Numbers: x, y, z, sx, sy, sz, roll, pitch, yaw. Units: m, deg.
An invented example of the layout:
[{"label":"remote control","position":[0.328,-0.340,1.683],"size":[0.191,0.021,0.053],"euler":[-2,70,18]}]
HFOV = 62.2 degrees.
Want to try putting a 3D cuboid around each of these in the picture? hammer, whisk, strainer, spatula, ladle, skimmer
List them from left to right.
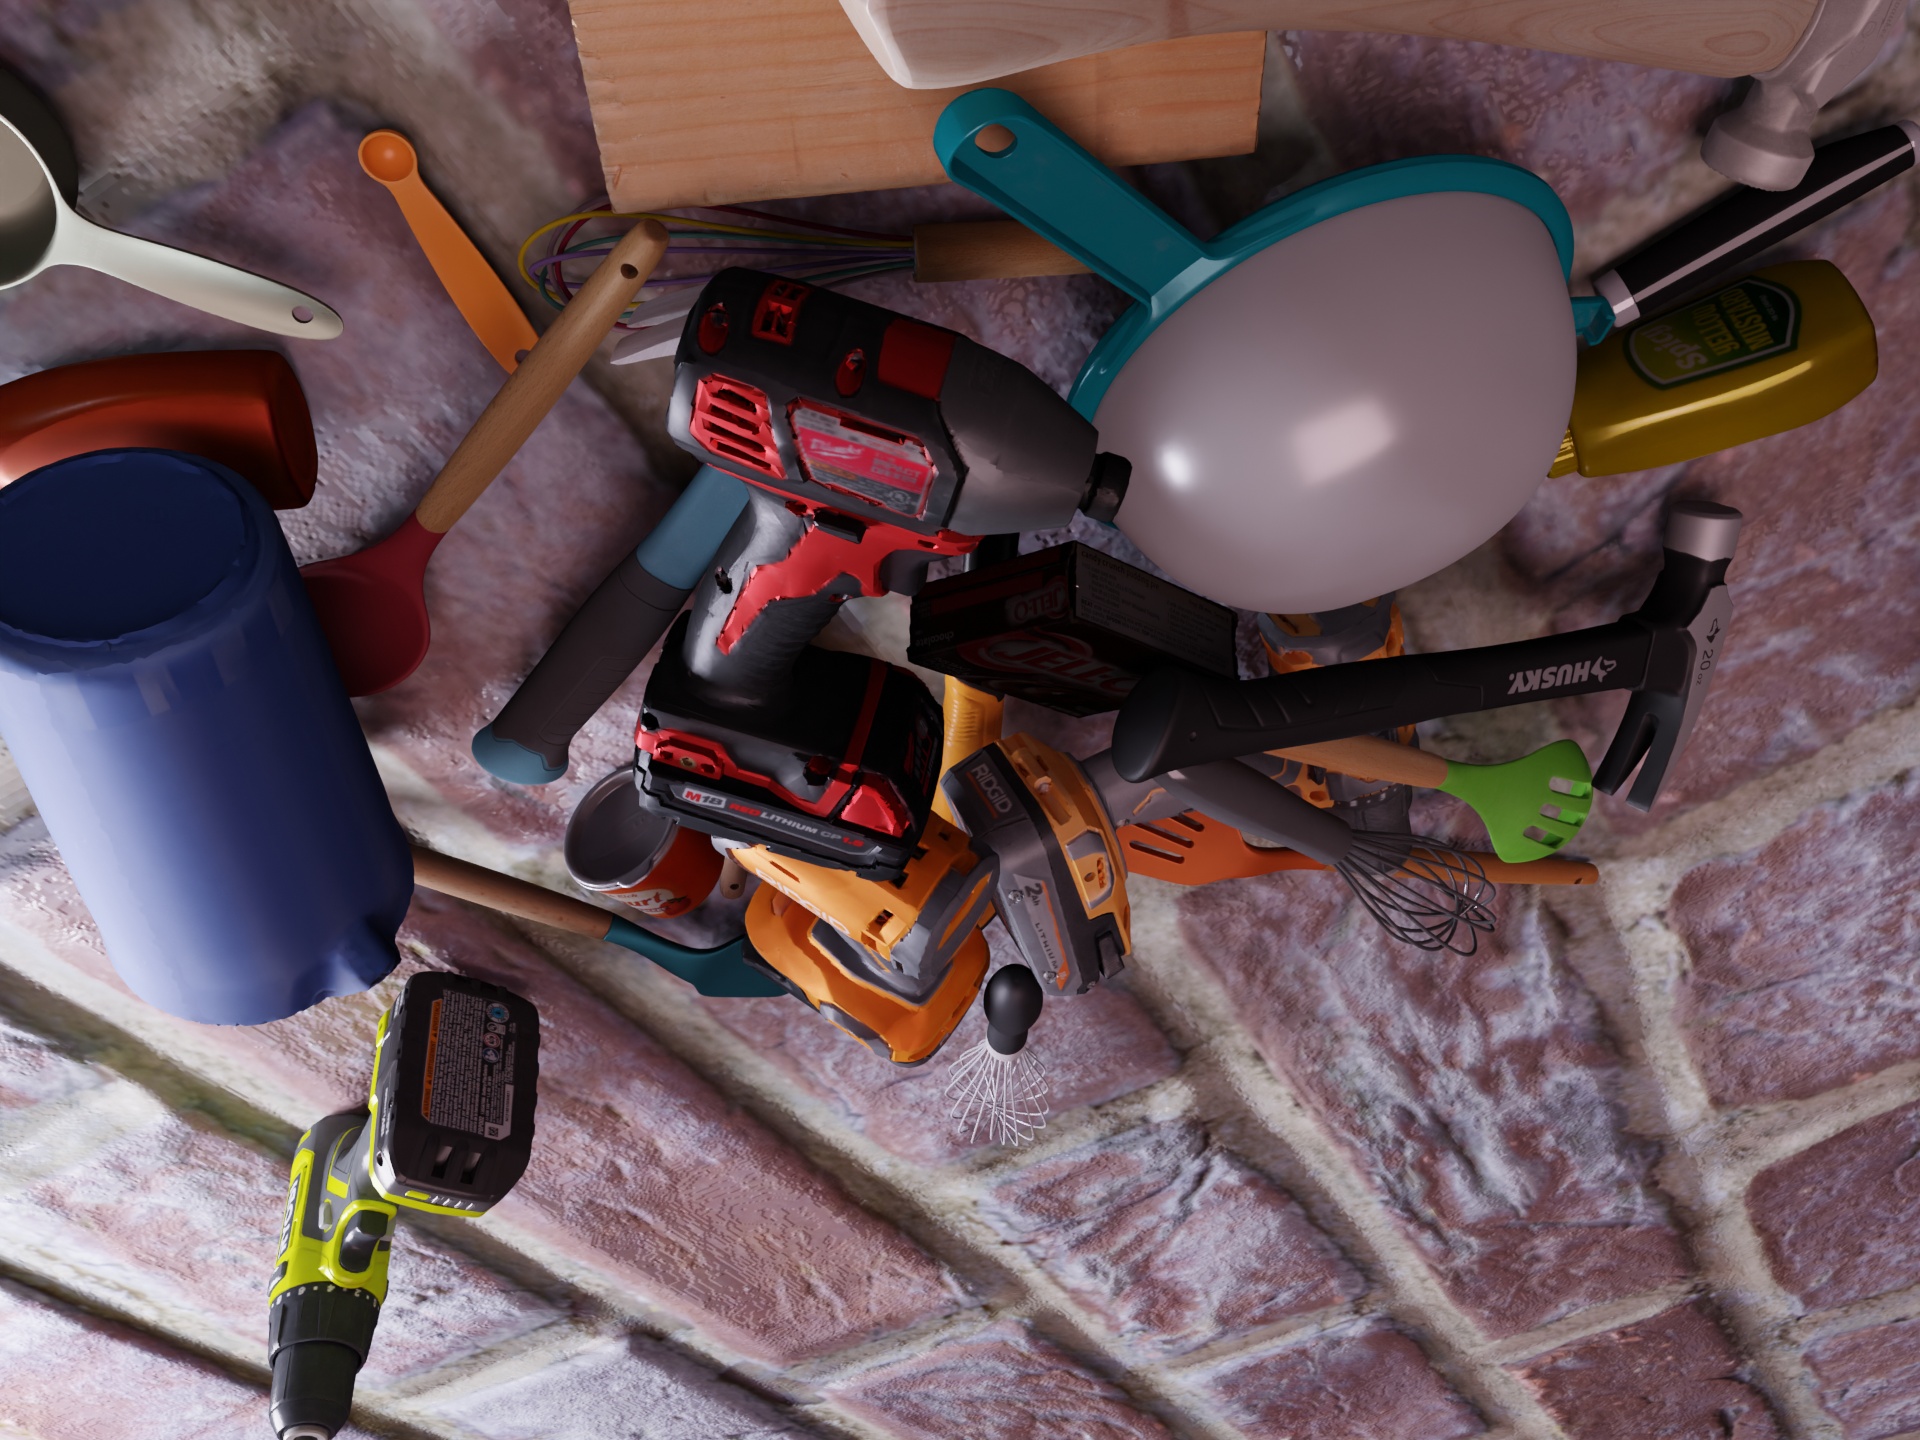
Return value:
[{"label":"ladle","position":[-0.192,-0.090,0.607],"size":[0.069,0.031,0.315],"euler":[27,140,-28]},{"label":"spatula","position":[-0.210,0.093,0.840],"size":[0.317,0.044,0.082],"euler":[22,128,-22]},{"label":"hammer","position":[-0.123,-0.055,0.642],"size":[0.128,0.033,0.331],"euler":[30,138,-19]},{"label":"whisk","position":[-0.039,-0.173,0.589],"size":[0.245,0.051,0.047],"euler":[-5,129,-8]},{"label":"hammer","position":[-0.001,-0.002,0.756],"size":[0.127,0.034,0.336],"euler":[-15,139,-17]},{"label":"whisk","position":[0.023,0.186,0.893],"size":[0.070,0.070,0.284],"euler":[-6,154,-4]},{"label":"strainer","position":[0.112,-0.111,0.553],"size":[0.211,0.095,0.340],"euler":[-34,154,28]},{"label":"whisk","position":[0.170,0.058,0.730],"size":[0.238,0.055,0.055],"euler":[25,126,-33]},{"label":"spatula","position":[0.220,0.070,0.888],"size":[0.322,0.041,0.081],"euler":[5,132,-20]},{"label":"hammer","position":[0.210,-0.011,0.691],"size":[0.334,0.035,0.146],"euler":[-9,114,-28]},{"label":"hammer","position":[0.152,-0.229,0.471],"size":[0.410,0.038,0.146],"euler":[-11,136,-28]},{"label":"skimmer","position":[0.425,-0.223,0.581],"size":[0.363,0.090,0.127],"euler":[-28,164,21]}]

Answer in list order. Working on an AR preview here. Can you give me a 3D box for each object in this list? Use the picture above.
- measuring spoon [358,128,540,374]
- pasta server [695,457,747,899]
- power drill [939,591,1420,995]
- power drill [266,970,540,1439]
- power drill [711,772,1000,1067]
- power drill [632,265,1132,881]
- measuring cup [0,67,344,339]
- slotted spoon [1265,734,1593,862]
[{"label":"measuring spoon","position":[-0.185,-0.170,0.593],"size":[0.021,0.011,0.116],"euler":[-18,138,9]},{"label":"pasta server","position":[-0.098,-0.018,0.746],"size":[0.060,0.040,0.316],"euler":[2,138,-11]},{"label":"power drill","position":[0.122,0.046,0.775],"size":[0.226,0.084,0.185],"euler":[-27,130,-6]},{"label":"power drill","position":[-0.319,0.267,0.879],"size":[0.080,0.191,0.228],"euler":[23,123,-28]},{"label":"power drill","position":[-0.062,0.075,0.740],"size":[0.164,0.084,0.226],"euler":[32,160,14]},{"label":"power drill","position":[-0.036,-0.043,0.550],"size":[0.143,0.079,0.219],"euler":[17,138,-5]},{"label":"measuring cup","position":[-0.298,-0.174,0.550],"size":[0.167,0.038,0.083],"euler":[17,129,-27]},{"label":"slotted spoon","position":[0.204,0.022,0.739],"size":[0.313,0.031,0.070],"euler":[12,106,-35]}]
